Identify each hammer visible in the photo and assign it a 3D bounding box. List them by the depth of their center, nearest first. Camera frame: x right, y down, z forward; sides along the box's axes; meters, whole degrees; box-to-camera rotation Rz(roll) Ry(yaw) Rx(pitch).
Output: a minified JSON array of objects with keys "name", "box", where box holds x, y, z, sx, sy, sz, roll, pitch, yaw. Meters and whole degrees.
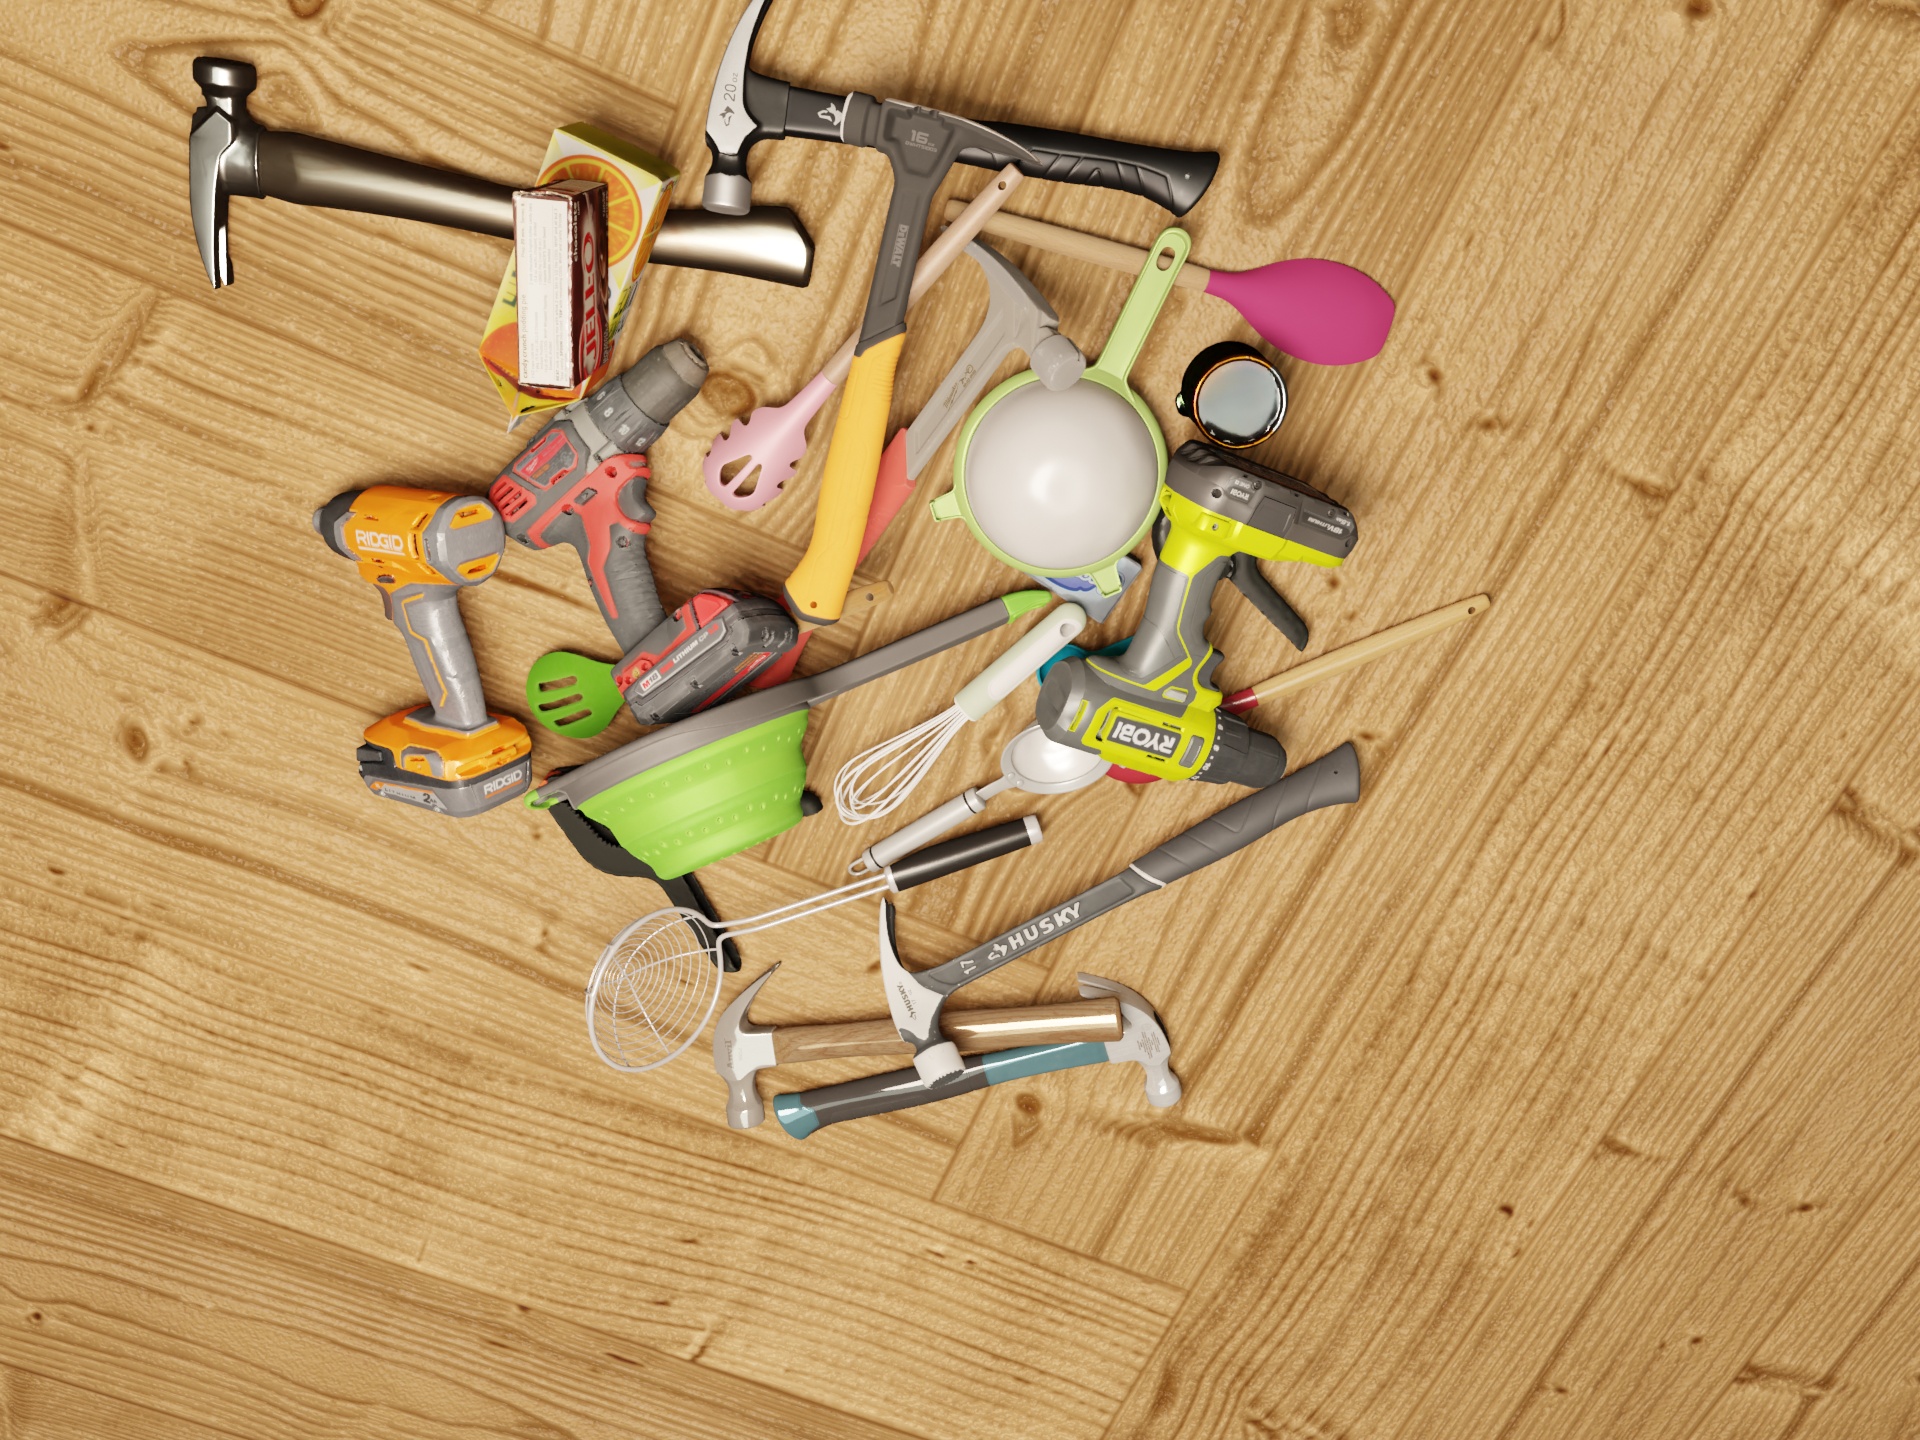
[{"name":"hammer","box":[-0.050,-0.221,1.033,0.127,0.034,0.336,17,107,5]},{"name":"hammer","box":[0.005,-0.384,1.039,0.334,0.035,0.146,7,99,-6]},{"name":"hammer","box":[-0.305,-0.332,1.068,0.410,0.038,0.146,9,113,-4]},{"name":"hammer","box":[-0.062,-0.162,1.113,0.359,0.036,0.149,-50,59,26]},{"name":"hammer","box":[0.123,0.124,1.222,0.409,0.036,0.149,-28,66,3]},{"name":"hammer","box":[-0.037,0.249,1.271,0.331,0.031,0.130,-7,97,8]},{"name":"hammer","box":[0.009,0.293,1.314,0.331,0.033,0.128,-14,112,6]}]

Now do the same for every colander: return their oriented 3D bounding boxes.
[{"name":"colander","box":[-0.103,0.018,1.128,0.397,0.204,0.094,-23,89,-8]}]

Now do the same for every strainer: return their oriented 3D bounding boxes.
[{"name":"strainer","box":[0.093,-0.210,1.075,0.151,0.069,0.256,24,108,-8]},{"name":"strainer","box":[0.017,0.055,1.217,0.258,0.050,0.086,-31,134,17]}]

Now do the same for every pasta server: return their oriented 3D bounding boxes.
[{"name":"pasta server","box":[-0.070,-0.253,1.077,0.060,0.040,0.316,41,113,-14]}]

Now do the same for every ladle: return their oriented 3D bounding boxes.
[{"name":"ladle","box":[0.245,-0.027,1.193,0.315,0.031,0.069,-23,110,7]}]

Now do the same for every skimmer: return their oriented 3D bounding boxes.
[{"name":"skimmer","box":[-0.104,0.158,1.196,0.363,0.090,0.127,-19,125,-2]}]

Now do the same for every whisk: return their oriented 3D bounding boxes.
[{"name":"whisk","box":[-0.002,-0.004,1.180,0.246,0.059,0.057,-41,123,17]}]

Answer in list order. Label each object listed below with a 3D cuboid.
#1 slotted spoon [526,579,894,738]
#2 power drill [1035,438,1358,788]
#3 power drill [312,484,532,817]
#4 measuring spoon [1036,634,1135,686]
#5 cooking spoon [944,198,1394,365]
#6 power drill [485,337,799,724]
[{"name":"slotted spoon","box":[-0.188,-0.049,1.142,0.314,0.031,0.070,-17,106,21]},{"name":"power drill","box":[0.179,-0.061,1.109,0.190,0.080,0.228,16,109,-21]},{"name":"power drill","box":[-0.391,-0.057,1.140,0.164,0.084,0.226,11,114,30]},{"name":"measuring spoon","box":[0.117,-0.052,1.191,0.128,0.021,0.042,-18,108,-3]},{"name":"cooking spoon","box":[0.144,-0.307,1.086,0.319,0.017,0.068,14,110,-6]},{"name":"power drill","box":[-0.205,-0.130,1.089,0.188,0.080,0.227,-37,80,17]}]
